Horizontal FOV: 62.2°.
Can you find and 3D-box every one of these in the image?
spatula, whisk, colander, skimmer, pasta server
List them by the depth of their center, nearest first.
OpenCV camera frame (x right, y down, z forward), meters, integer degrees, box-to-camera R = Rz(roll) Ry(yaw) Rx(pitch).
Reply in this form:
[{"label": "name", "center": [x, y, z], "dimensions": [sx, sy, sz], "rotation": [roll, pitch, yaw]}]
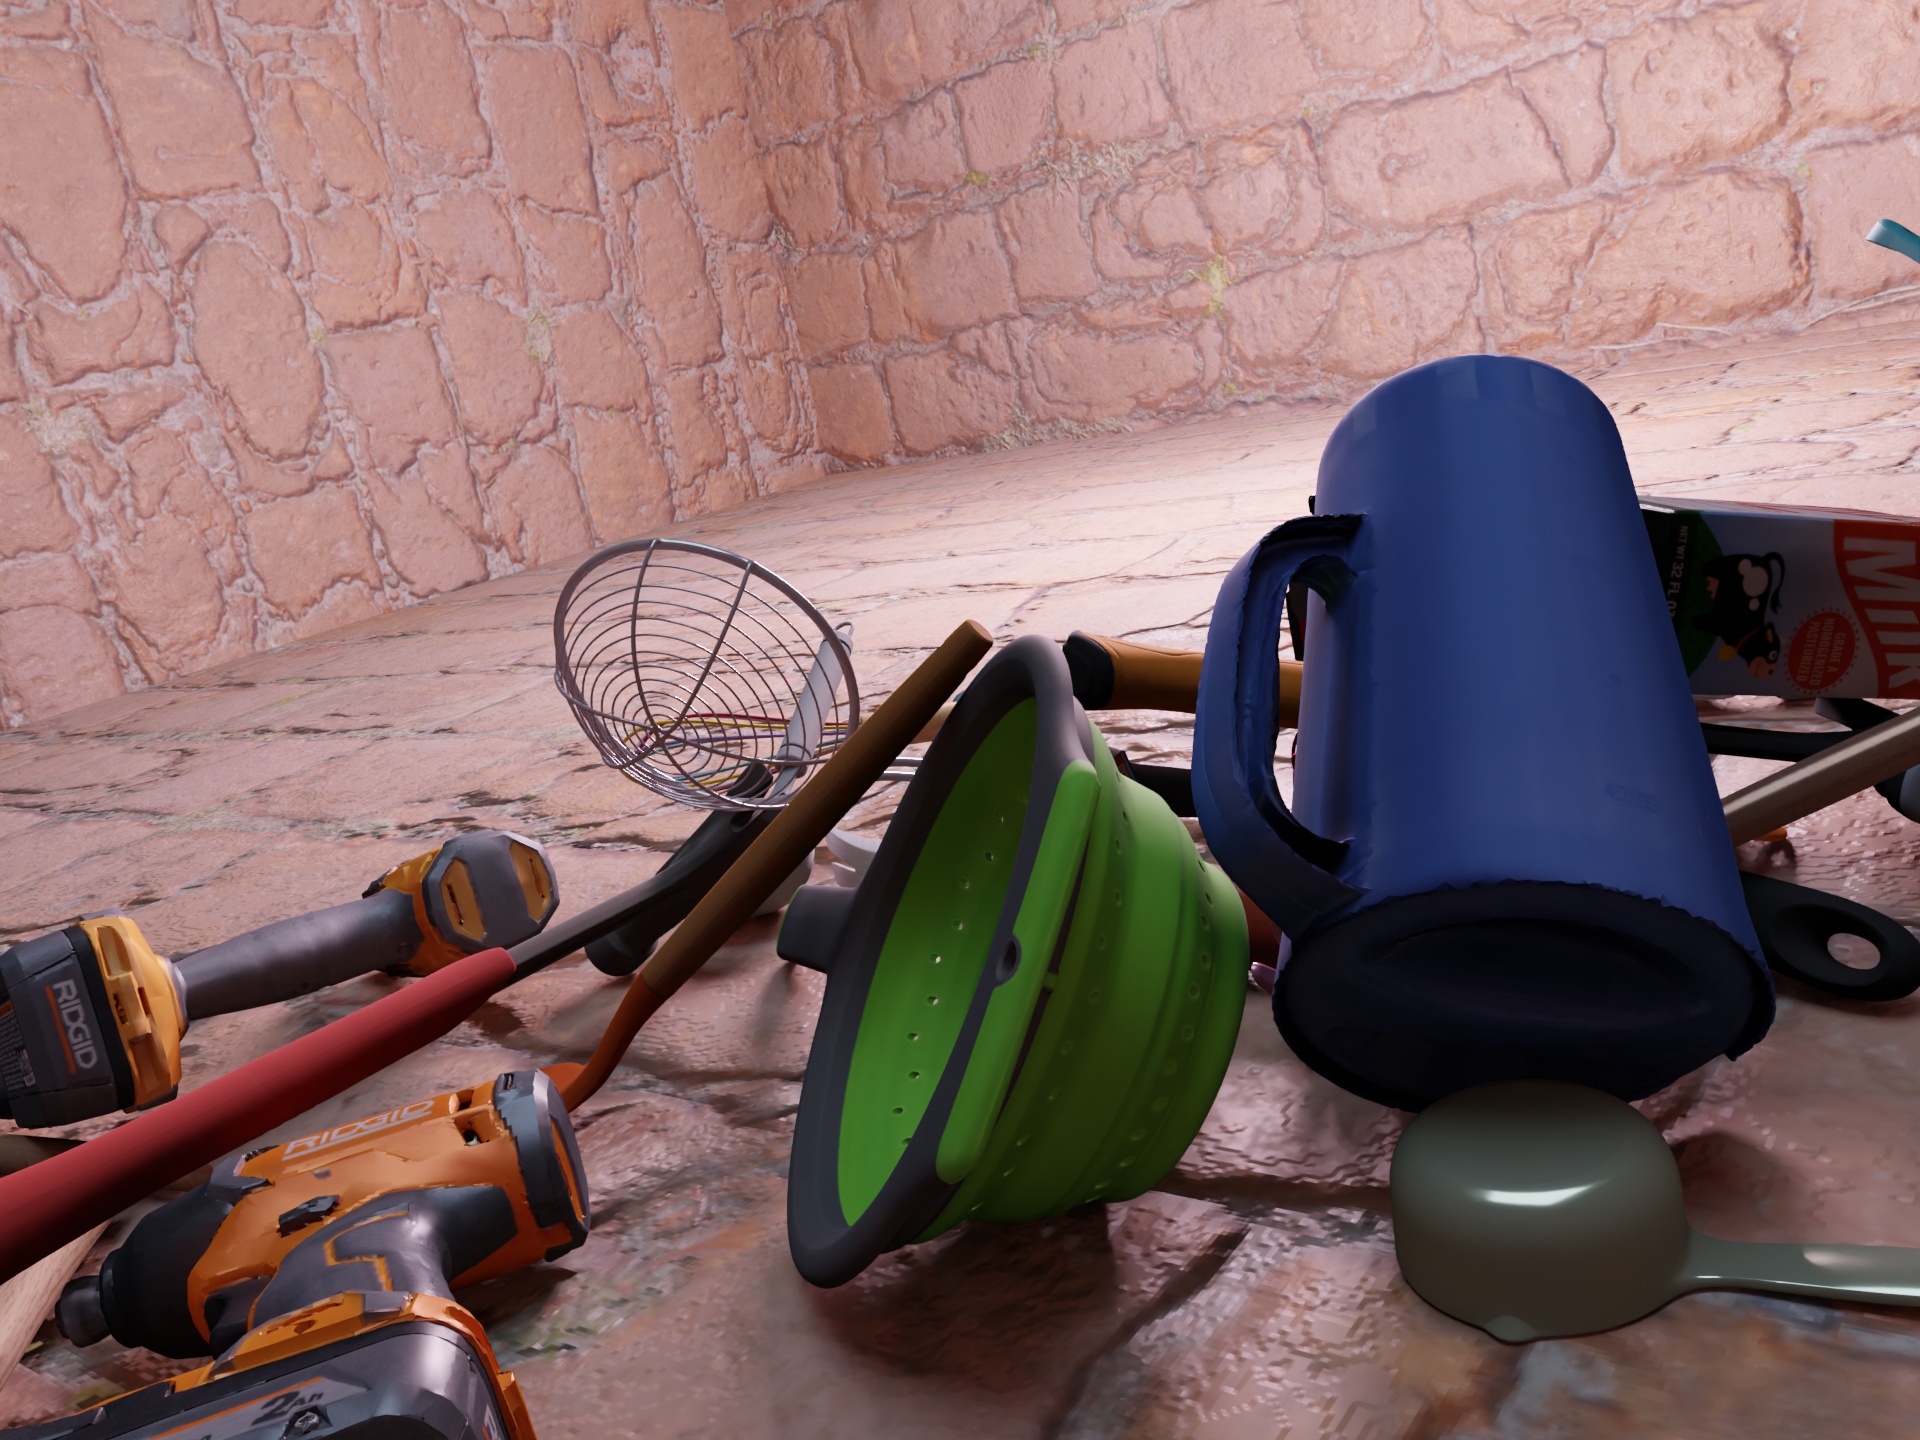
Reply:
[{"label": "pasta server", "center": [0.252, 0.036, 0.543], "dimensions": [0.316, 0.040, 0.060], "rotation": [-27, 48, 8]}, {"label": "colander", "center": [0.004, 0.091, 0.574], "dimensions": [0.094, 0.204, 0.397], "rotation": [21, -10, -12]}, {"label": "spatula", "center": [-0.104, 0.075, 0.586], "dimensions": [0.322, 0.041, 0.081], "rotation": [-47, 4, 18]}, {"label": "whisk", "center": [0.232, 0.050, 0.628], "dimensions": [0.073, 0.073, 0.296], "rotation": [-19, 21, -25]}, {"label": "skimmer", "center": [-0.001, -0.002, 0.709], "dimensions": [0.363, 0.090, 0.127], "rotation": [6, -37, -40]}, {"label": "whisk", "center": [-0.079, 0.008, 0.931], "dimensions": [0.245, 0.047, 0.051], "rotation": [-8, 13, -4]}]

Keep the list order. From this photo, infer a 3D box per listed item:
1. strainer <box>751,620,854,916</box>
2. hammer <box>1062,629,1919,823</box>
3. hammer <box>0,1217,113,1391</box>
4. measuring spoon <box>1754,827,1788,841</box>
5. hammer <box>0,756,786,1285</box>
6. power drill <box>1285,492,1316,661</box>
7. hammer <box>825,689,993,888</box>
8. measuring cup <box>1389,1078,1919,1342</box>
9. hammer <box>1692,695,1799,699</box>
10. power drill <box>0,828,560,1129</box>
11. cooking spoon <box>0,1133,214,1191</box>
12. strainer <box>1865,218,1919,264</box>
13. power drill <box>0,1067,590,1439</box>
[{"label": "strainer", "center": [-0.091, 0.029, 0.864], "dimensions": [0.087, 0.050, 0.259], "rotation": [-14, 38, 26]}, {"label": "hammer", "center": [0.208, -0.005, 0.637], "dimensions": [0.337, 0.034, 0.127], "rotation": [6, 12, 5]}, {"label": "hammer", "center": [-0.313, 0.219, 0.468], "dimensions": [0.130, 0.031, 0.331], "rotation": [-14, 14, -8]}, {"label": "measuring spoon", "center": [0.301, 0.038, 0.616], "dimensions": [0.021, 0.011, 0.116], "rotation": [26, 13, 39]}, {"label": "hammer", "center": [-0.212, 0.113, 0.607], "dimensions": [0.149, 0.037, 0.359], "rotation": [-44, -10, 34]}, {"label": "power drill", "center": [0.259, -0.077, 0.923], "dimensions": [0.078, 0.143, 0.219], "rotation": [-4, 14, 40]}, {"label": "hammer", "center": [0.002, 0.033, 0.931], "dimensions": [0.128, 0.033, 0.331], "rotation": [-9, 14, 7]}, {"label": "measuring cup", "center": [0.192, 0.122, 0.404], "dimensions": [0.167, 0.038, 0.083], "rotation": [-6, 15, 32]}, {"label": "hammer", "center": [0.431, -0.076, 0.997], "dimensions": [0.149, 0.036, 0.409], "rotation": [-7, 14, 22]}, {"label": "power drill", "center": [-0.323, 0.115, 0.745], "dimensions": [0.226, 0.084, 0.185], "rotation": [-17, -2, -38]}, {"label": "cooking spoon", "center": [-0.440, 0.191, 0.709], "dimensions": [0.319, 0.017, 0.069], "rotation": [-4, 14, 29]}, {"label": "strainer", "center": [0.546, -0.136, 0.788], "dimensions": [0.211, 0.095, 0.341], "rotation": [8, 38, -27]}, {"label": "power drill", "center": [-0.189, 0.178, 0.437], "dimensions": [0.164, 0.084, 0.226], "rotation": [-16, 11, -9]}]
